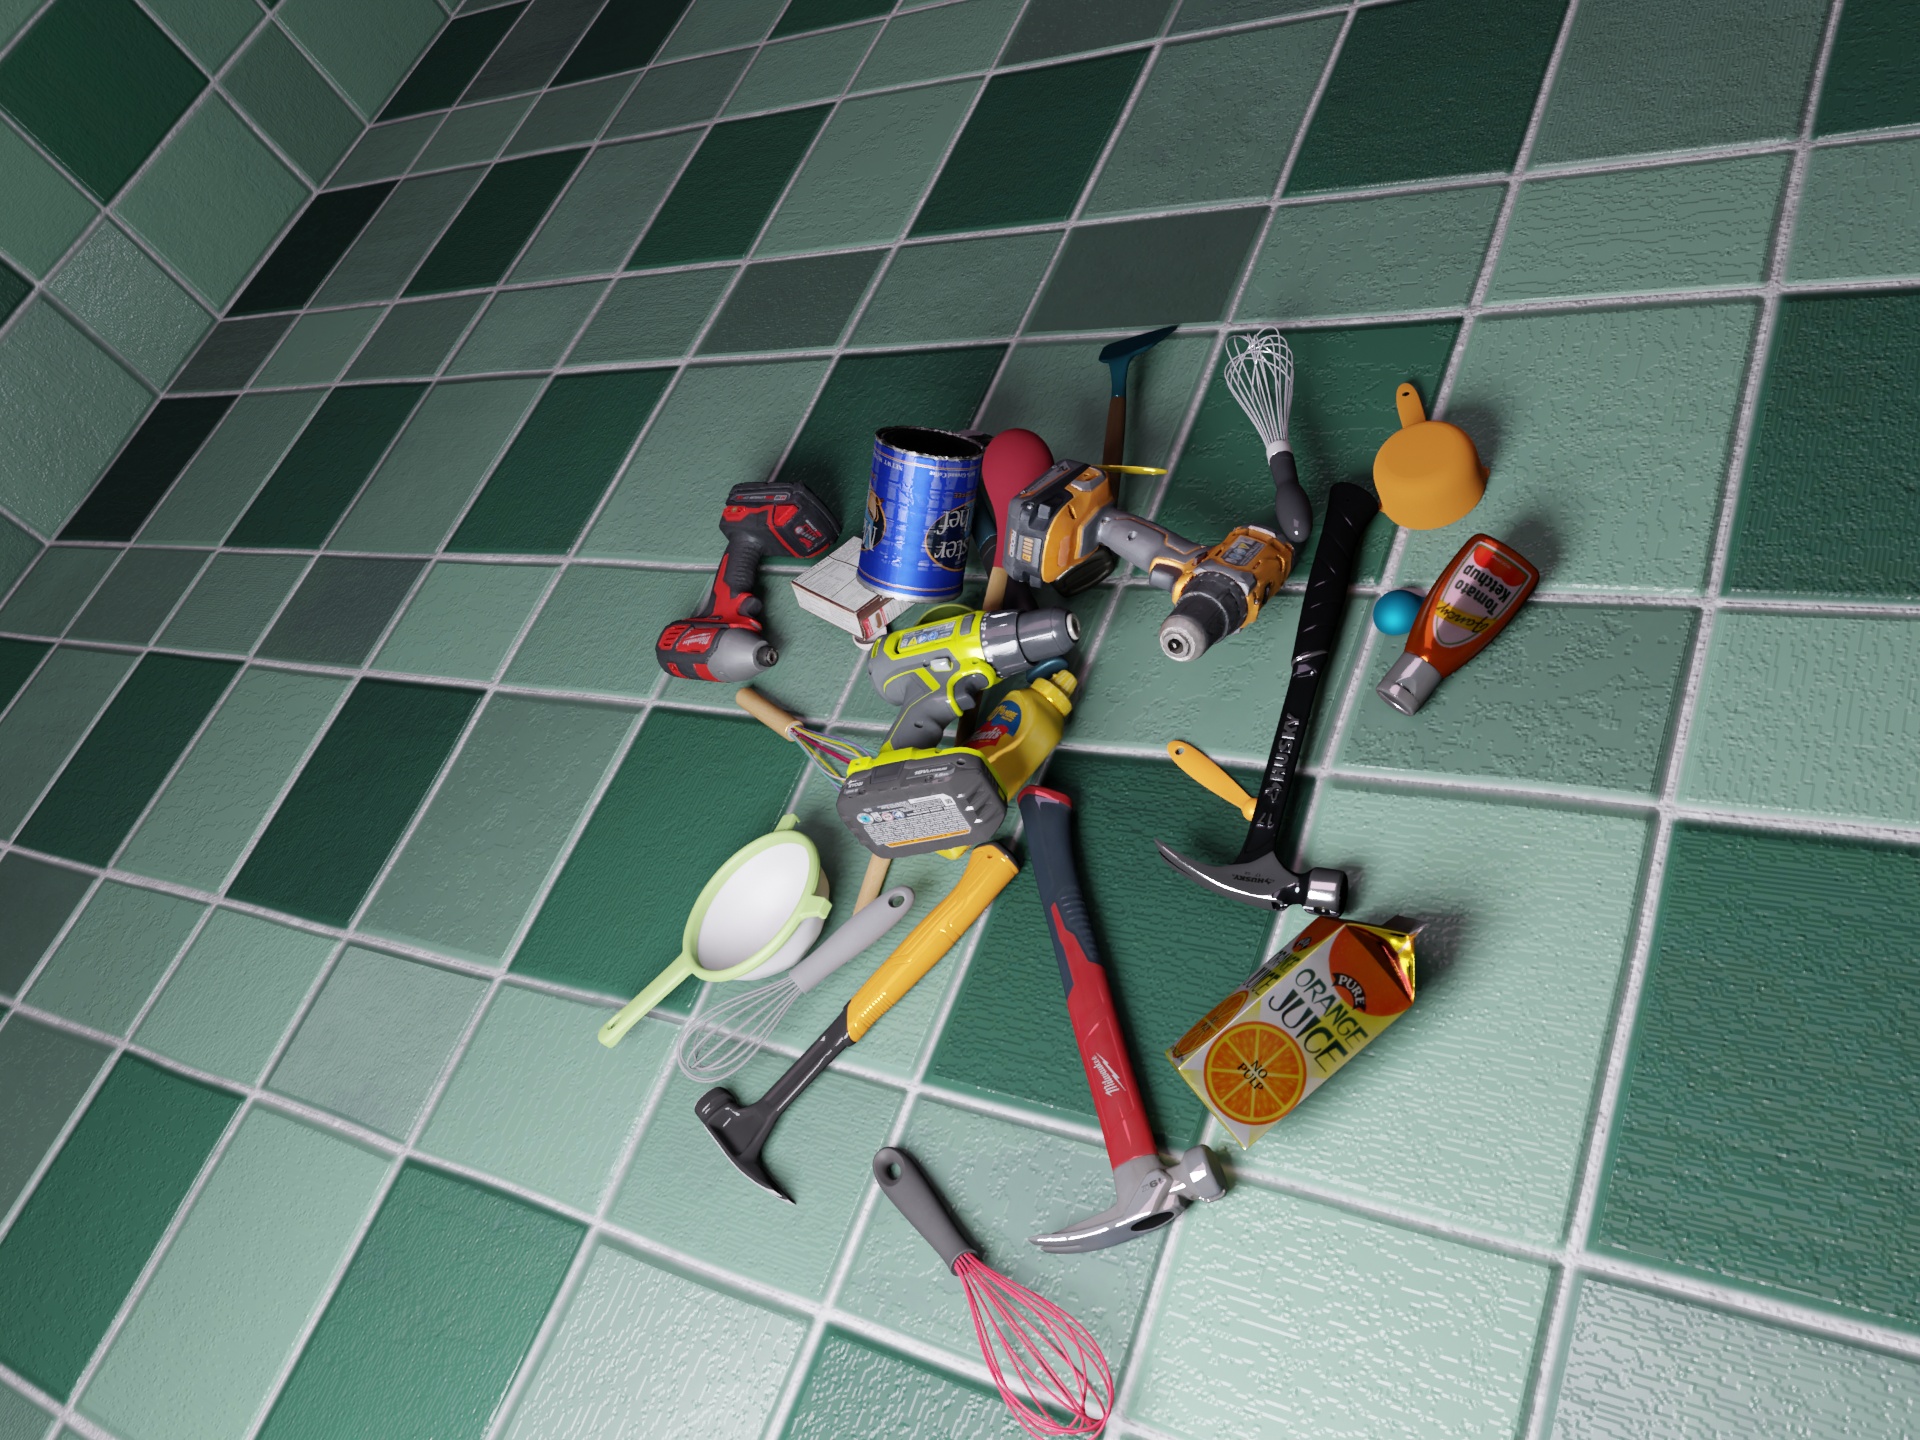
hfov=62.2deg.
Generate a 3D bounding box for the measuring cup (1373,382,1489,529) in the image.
[{"bbox_3d":[0.392,-0.244,1.367,0.095,0.052,0.174,-17,51,20],"label":"measuring cup"}]

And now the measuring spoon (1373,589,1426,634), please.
[{"bbox_3d":[0.394,-0.102,1.279,0.128,0.021,0.042,-15,50,21],"label":"measuring spoon"}]

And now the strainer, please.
[{"bbox_3d":[-0.202,0.208,1.379,0.256,0.069,0.152,-42,32,7],"label":"strainer"}]

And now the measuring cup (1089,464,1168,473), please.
[{"bbox_3d":[0.116,-0.220,1.465,0.156,0.062,0.029,6,92,26],"label":"measuring cup"}]

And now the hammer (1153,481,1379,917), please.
[{"bbox_3d":[0.273,-0.033,1.284,0.149,0.036,0.409,6,58,24],"label":"hammer"}]

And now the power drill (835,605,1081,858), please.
[{"bbox_3d":[-0.002,-0.004,1.318,0.190,0.080,0.229,-12,41,26],"label":"power drill"}]

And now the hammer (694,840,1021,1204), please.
[{"bbox_3d":[-0.069,0.233,1.299,0.337,0.034,0.127,-47,45,-8],"label":"hammer"}]

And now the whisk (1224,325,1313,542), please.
[{"bbox_3d":[0.281,-0.259,1.428,0.070,0.070,0.285,-19,45,19],"label":"whisk"}]

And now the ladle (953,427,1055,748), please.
[{"bbox_3d":[0.029,-0.111,1.429,0.031,0.069,0.315,178,105,-80],"label":"ladle"}]

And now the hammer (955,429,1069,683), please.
[{"bbox_3d":[0.033,-0.156,1.510,0.128,0.033,0.331,-52,42,31],"label":"hammer"}]

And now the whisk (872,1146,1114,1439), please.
[{"bbox_3d":[0.013,0.392,1.115,0.073,0.073,0.296,-45,39,-6],"label":"whisk"}]

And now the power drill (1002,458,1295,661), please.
[{"bbox_3d":[0.147,-0.131,1.342,0.226,0.084,0.185,23,40,21],"label":"power drill"}]

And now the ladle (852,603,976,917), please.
[{"bbox_3d":[-0.043,0.038,1.420,0.078,0.062,0.320,16,66,6],"label":"ladle"}]

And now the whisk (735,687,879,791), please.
[{"bbox_3d":[-0.145,0.014,1.510,0.051,0.047,0.245,-50,43,-9],"label":"whisk"}]

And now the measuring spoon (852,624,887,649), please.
[{"bbox_3d":[-0.056,-0.062,1.535,0.124,0.018,0.034,29,59,36],"label":"measuring spoon"}]

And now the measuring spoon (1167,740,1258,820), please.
[{"bbox_3d":[0.205,0.045,1.290,0.021,0.011,0.117,-44,46,-5],"label":"measuring spoon"}]

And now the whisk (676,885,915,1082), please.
[{"bbox_3d":[-0.134,0.212,1.307,0.239,0.055,0.055,-38,45,-5],"label":"whisk"}]

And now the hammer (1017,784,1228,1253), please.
[{"bbox_3d":[0.083,0.211,1.221,0.143,0.038,0.387,-27,47,14],"label":"hammer"}]

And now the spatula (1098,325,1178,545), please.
[{"bbox_3d":[0.157,-0.284,1.543,0.082,0.044,0.318,-10,51,26],"label":"spatula"}]

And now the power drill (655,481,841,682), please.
[{"bbox_3d":[-0.216,-0.138,1.649,0.143,0.078,0.220,6,63,35],"label":"power drill"}]
